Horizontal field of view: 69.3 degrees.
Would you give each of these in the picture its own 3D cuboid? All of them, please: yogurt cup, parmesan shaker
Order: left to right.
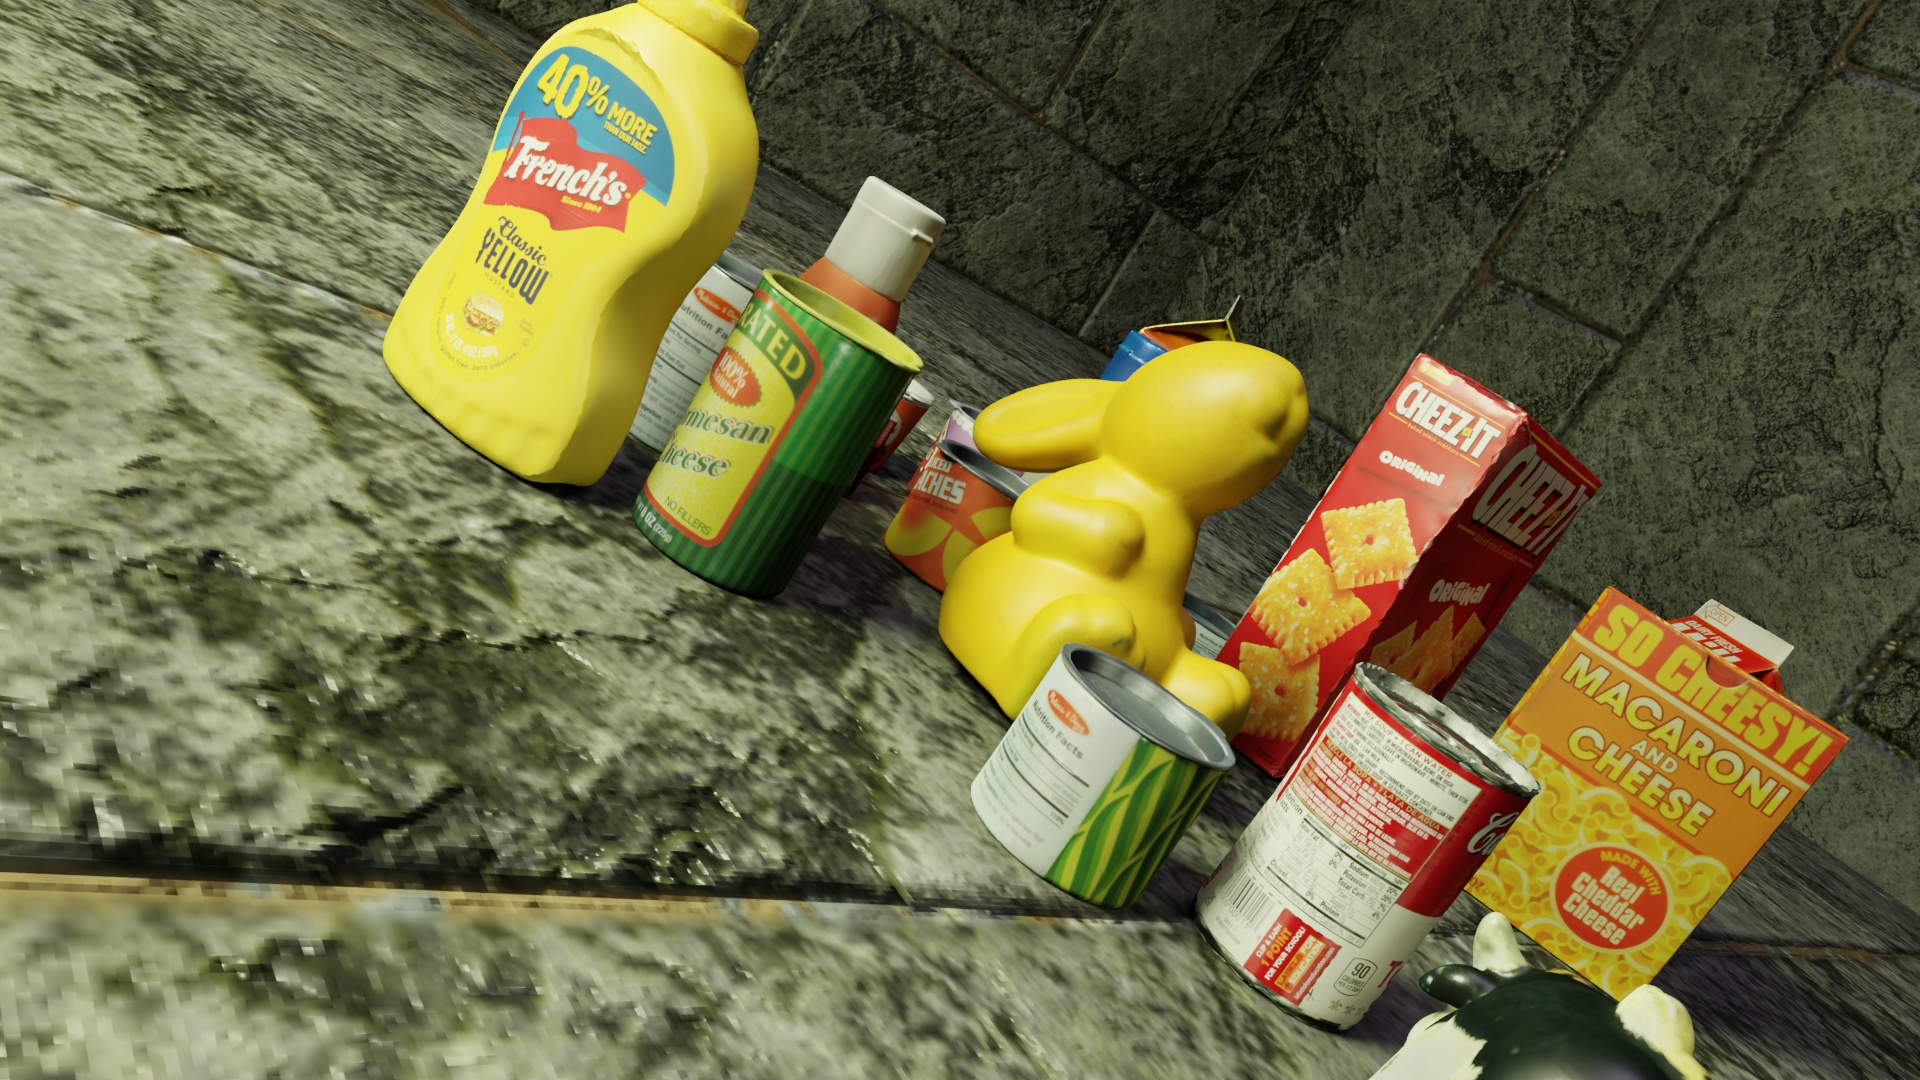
[{"bbox_3d":[-0.067,-0.037,0.508,0.071,0.103,0.071,31,12,-7],"label":"parmesan shaker"},{"bbox_3d":[-0.057,-0.076,0.796,0.072,0.054,0.072,31,12,-7],"label":"yogurt cup"}]

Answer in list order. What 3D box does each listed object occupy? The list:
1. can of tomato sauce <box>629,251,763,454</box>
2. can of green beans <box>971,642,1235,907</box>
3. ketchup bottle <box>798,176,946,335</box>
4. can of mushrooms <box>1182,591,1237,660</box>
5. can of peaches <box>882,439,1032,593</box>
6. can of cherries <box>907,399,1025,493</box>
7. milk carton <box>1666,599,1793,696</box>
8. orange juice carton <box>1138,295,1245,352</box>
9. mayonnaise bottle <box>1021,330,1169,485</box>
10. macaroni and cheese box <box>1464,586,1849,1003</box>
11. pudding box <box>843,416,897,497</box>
[{"bbox_3d":[-0.109,-0.080,0.621,0.071,0.083,0.071,31,12,-7],"label":"can of tomato sauce"},{"bbox_3d":[0.046,0.076,0.451,0.071,0.057,0.071,31,12,-7],"label":"can of green beans"},{"bbox_3d":[-0.058,-0.074,0.567,0.065,0.148,0.043,18,19,-50],"label":"ketchup bottle"},{"bbox_3d":[0.131,0.053,0.801,0.071,0.033,0.071,31,12,-7],"label":"can of mushrooms"},{"bbox_3d":[0.002,-0.008,0.671,0.071,0.058,0.071,31,12,-7],"label":"can of peaches"},{"bbox_3d":[0.009,-0.040,0.806,0.071,0.058,0.071,31,12,-7],"label":"can of cherries"},{"bbox_3d":[0.380,0.122,0.774,0.073,0.190,0.072,29,12,-17],"label":"milk carton"},{"bbox_3d":[0.105,-0.053,0.780,0.073,0.192,0.072,34,12,9],"label":"orange juice carton"},{"bbox_3d":[0.063,-0.036,0.714,0.041,0.147,0.065,26,14,-29],"label":"mayonnaise bottle"},{"bbox_3d":[0.327,0.125,0.690,0.124,0.166,0.040,36,12,17],"label":"macaroni and cheese box"},{"bbox_3d":[-0.074,-0.065,0.724,0.030,0.049,0.084,21,17,-43],"label":"pudding box"}]
